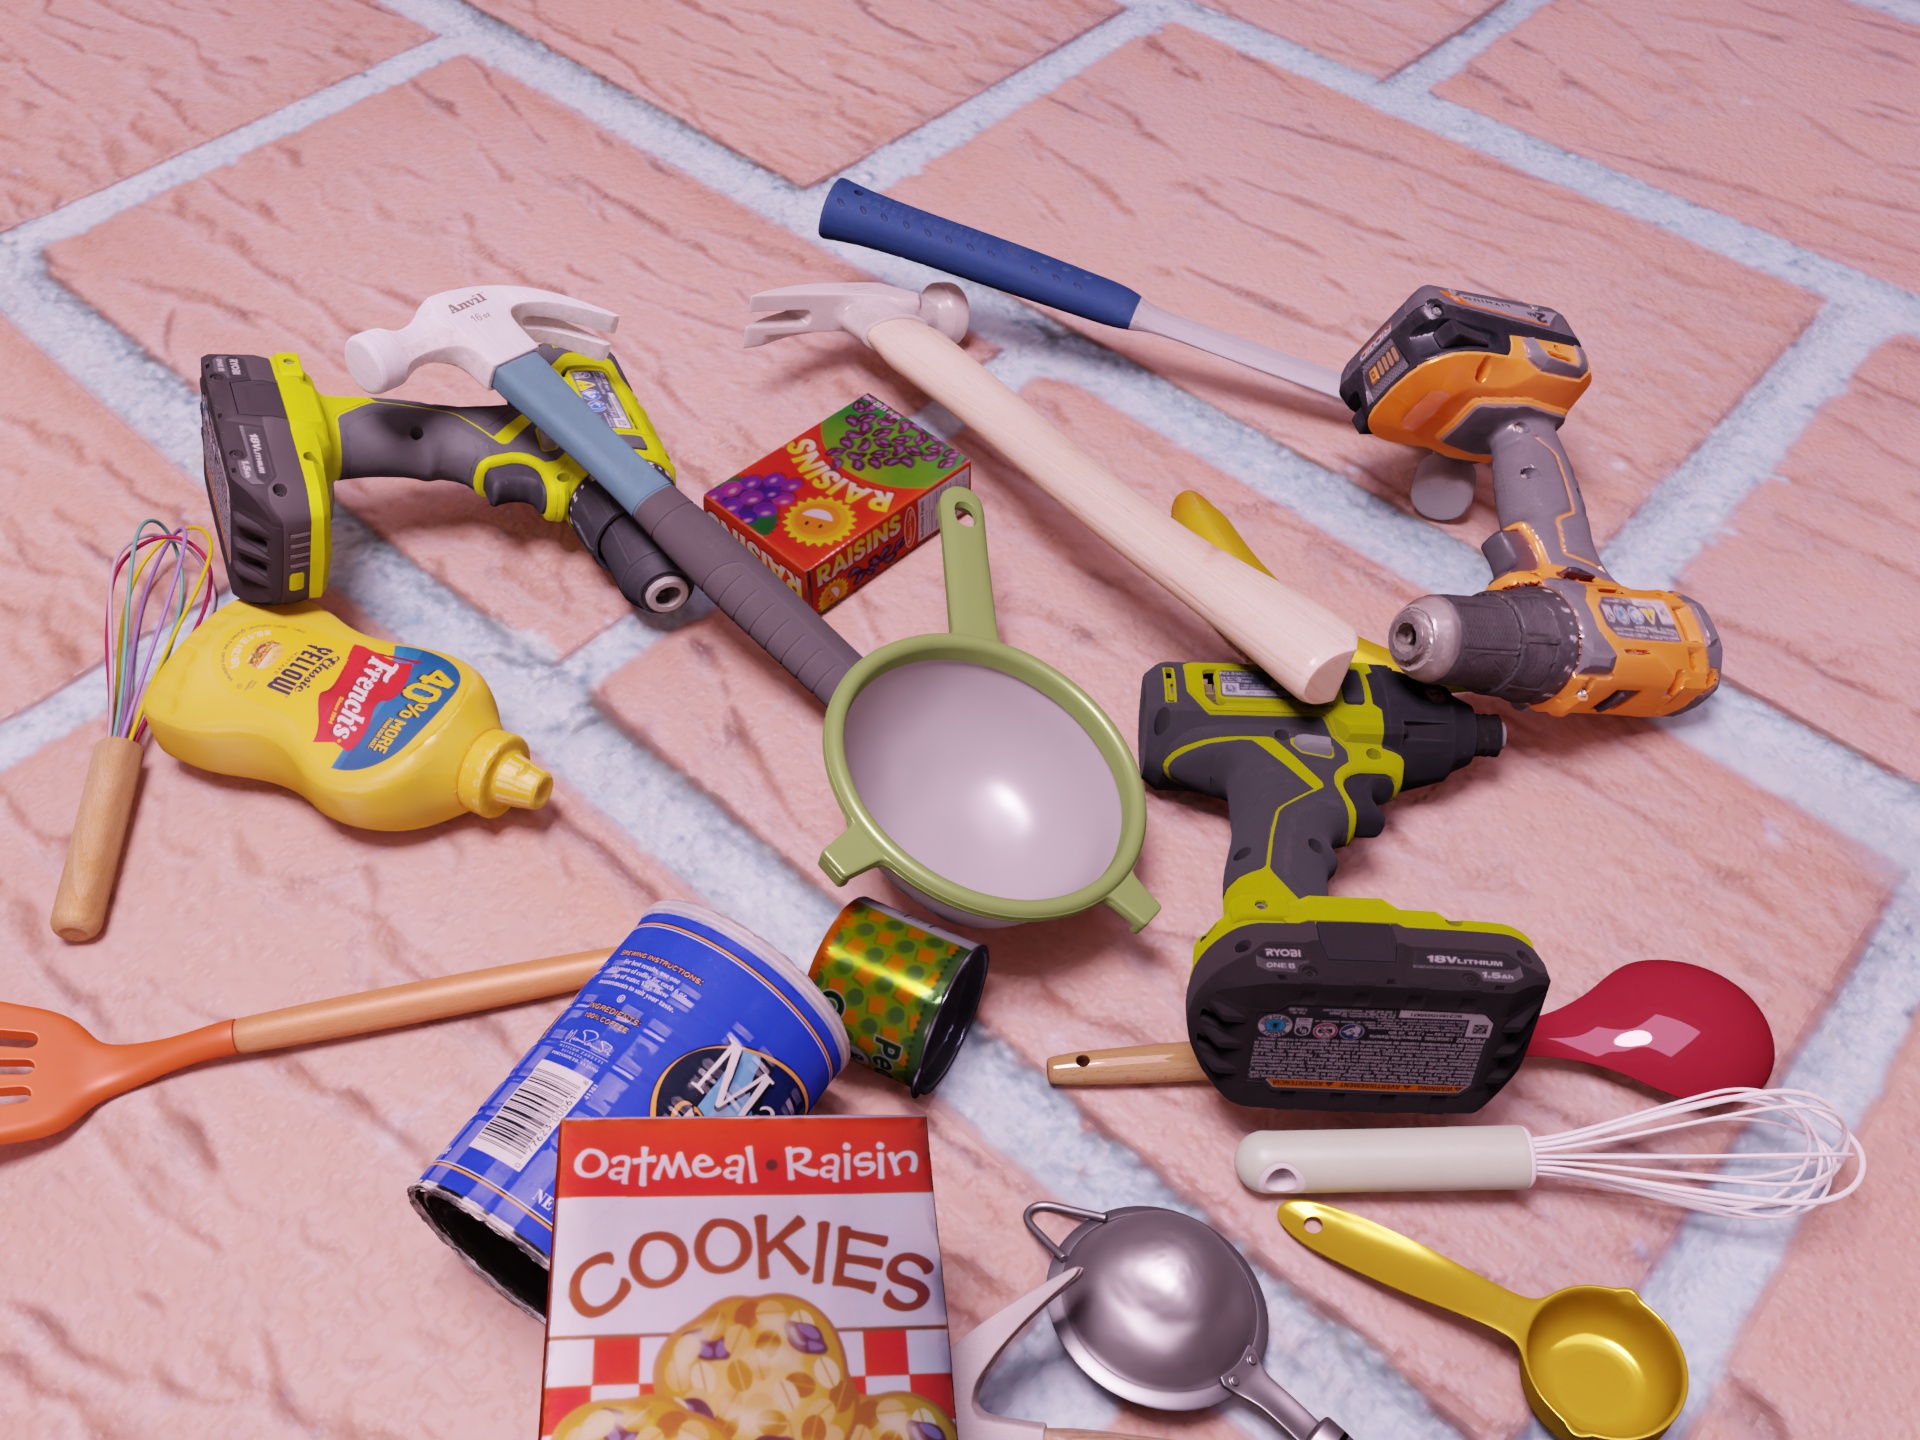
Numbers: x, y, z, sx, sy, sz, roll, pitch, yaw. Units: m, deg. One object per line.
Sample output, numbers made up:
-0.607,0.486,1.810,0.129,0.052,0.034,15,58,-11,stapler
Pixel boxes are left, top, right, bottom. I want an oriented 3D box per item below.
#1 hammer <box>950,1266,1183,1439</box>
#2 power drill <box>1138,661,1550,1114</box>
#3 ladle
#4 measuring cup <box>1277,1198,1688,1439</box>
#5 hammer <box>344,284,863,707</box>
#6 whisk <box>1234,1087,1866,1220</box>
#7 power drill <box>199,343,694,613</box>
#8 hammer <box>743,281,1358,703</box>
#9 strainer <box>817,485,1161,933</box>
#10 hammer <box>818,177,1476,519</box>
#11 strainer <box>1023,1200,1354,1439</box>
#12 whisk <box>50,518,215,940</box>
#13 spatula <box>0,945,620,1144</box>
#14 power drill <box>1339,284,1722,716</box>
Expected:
0.142,0.259,0.531,0.331,0.031,0.130,2,71,6,hammer
0.169,0.056,0.694,0.171,0.080,0.223,2,39,2,power drill
0.194,0.138,0.676,0.315,0.031,0.069,-4,50,-2,ladle
0.194,0.226,0.610,0.157,0.029,0.062,19,52,29,measuring cup
-0.144,-0.099,0.790,0.331,0.033,0.128,43,49,7,hammer
0.233,0.173,0.636,0.246,0.057,0.059,-2,31,3,whisk
-0.258,-0.121,0.821,0.228,0.080,0.191,-8,50,-30,power drill
0.042,-0.133,0.827,0.146,0.038,0.411,-13,42,-34,hammer
-0.001,-0.002,0.745,0.151,0.069,0.257,11,48,-18,strainer
0.114,-0.239,0.936,0.405,0.035,0.144,21,52,4,hammer
0.125,0.253,0.573,0.259,0.050,0.087,39,46,23,strainer
-0.402,-0.006,0.773,0.047,0.051,0.245,-1,54,-9,whisk
-0.282,0.124,0.669,0.322,0.041,0.081,-10,51,-10,spatula
0.264,-0.105,0.792,0.185,0.084,0.226,1,62,-28,power drill
